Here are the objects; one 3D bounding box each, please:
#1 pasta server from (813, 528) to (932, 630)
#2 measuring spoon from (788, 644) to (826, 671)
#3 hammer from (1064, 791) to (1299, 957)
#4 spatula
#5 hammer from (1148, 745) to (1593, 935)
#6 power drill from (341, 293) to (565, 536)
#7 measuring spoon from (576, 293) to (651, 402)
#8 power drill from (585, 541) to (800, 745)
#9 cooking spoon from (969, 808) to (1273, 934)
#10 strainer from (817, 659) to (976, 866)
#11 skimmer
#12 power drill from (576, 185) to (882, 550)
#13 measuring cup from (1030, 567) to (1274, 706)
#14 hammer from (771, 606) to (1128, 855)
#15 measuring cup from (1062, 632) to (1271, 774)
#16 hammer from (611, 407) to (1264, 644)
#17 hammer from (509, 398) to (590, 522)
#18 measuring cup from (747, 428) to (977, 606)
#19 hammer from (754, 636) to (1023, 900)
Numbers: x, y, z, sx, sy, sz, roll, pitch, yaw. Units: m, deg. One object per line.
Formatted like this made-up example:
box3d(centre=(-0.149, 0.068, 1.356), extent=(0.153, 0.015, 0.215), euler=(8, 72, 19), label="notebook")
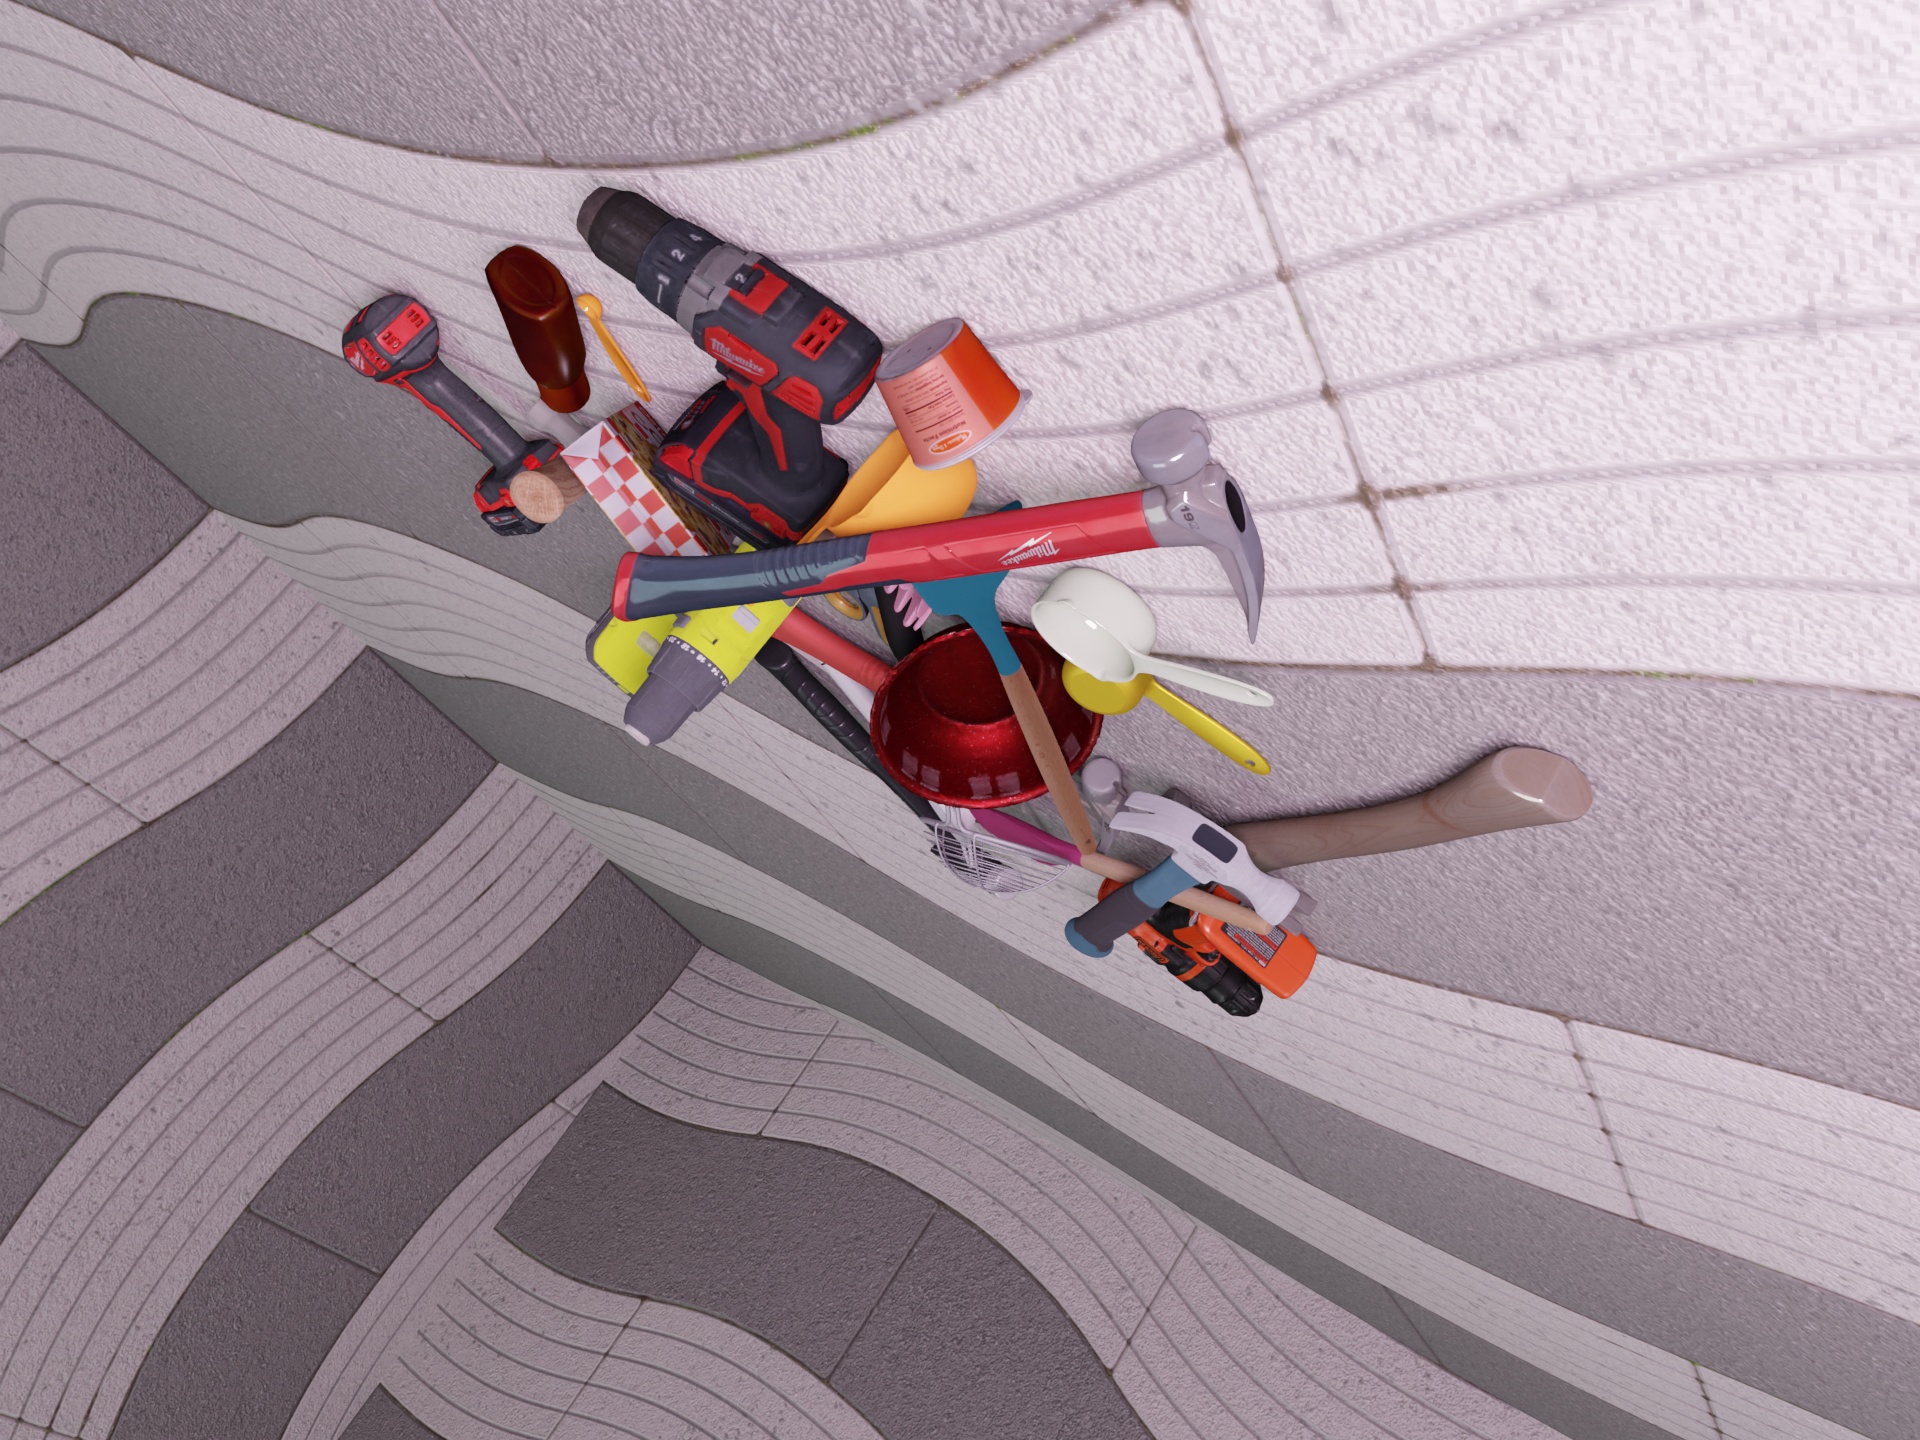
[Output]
box3d(centre=(-0.101, -0.122, 1.101), extent=(0.316, 0.040, 0.060), euler=(24, 151, 54), label="pasta server")
box3d(centre=(-0.128, -0.062, 1.409), extent=(0.124, 0.018, 0.034), euler=(35, 164, -21), label="measuring spoon")
box3d(centre=(0.141, 0.136, 1.215), extent=(0.128, 0.033, 0.331), euler=(39, 158, 3), label="hammer")
box3d(centre=(0.045, -0.010, 1.047), extent=(0.044, 0.082, 0.317), euler=(41, 163, 48), label="spatula")
box3d(centre=(0.259, 0.076, 1.008), extent=(0.146, 0.038, 0.410), euler=(37, 162, -8), label="hammer")
box3d(centre=(-0.430, -0.261, 1.351), extent=(0.219, 0.078, 0.143), euler=(48, 159, -26), label="power drill")
box3d(centre=(-0.238, -0.259, 1.110), extent=(0.021, 0.011, 0.116), euler=(32, 166, 23), label="measuring spoon")
box3d(centre=(-0.224, -0.067, 1.285), extent=(0.080, 0.190, 0.229), euler=(43, 165, -23), label="power drill")
box3d(centre=(0.121, 0.119, 1.287), extent=(0.319, 0.017, 0.068), euler=(18, 154, 45), label="cooking spoon")
box3d(centre=(-0.050, 0.021, 1.405), extent=(0.258, 0.050, 0.087), euler=(51, 170, -16), label="strainer")
box3d(centre=(-0.002, -0.004, 1.203), extent=(0.127, 0.090, 0.363), euler=(13, 134, 35), label="skimmer")
box3d(centre=(-0.142, -0.208, 0.957), extent=(0.188, 0.080, 0.226), euler=(34, 159, 4), label="power drill")
box3d(centre=(0.119, -0.047, 0.949), extent=(0.168, 0.038, 0.083), euler=(21, 157, 33), label="measuring cup")
box3d(centre=(-0.022, -0.006, 1.313), extent=(0.359, 0.037, 0.149), euler=(30, 161, 16), label="hammer")
box3d(centre=(0.134, -0.001, 1.036), extent=(0.156, 0.029, 0.062), euler=(34, 147, -4), label="measuring cup")
box3d(centre=(-0.027, -0.081, 0.884), extent=(0.386, 0.038, 0.143), euler=(-5, 141, 28), label="hammer")
box3d(centre=(-0.276, -0.175, 1.140), extent=(0.130, 0.031, 0.331), euler=(41, -173, -14), label="hammer")
box3d(centre=(-0.059, -0.107, 0.951), extent=(0.052, 0.095, 0.173), euler=(38, 123, -19), label="measuring cup")
box3d(centre=(-0.076, 0.043, 1.517), extent=(0.334, 0.035, 0.146), euler=(47, 170, -23), label="hammer")
